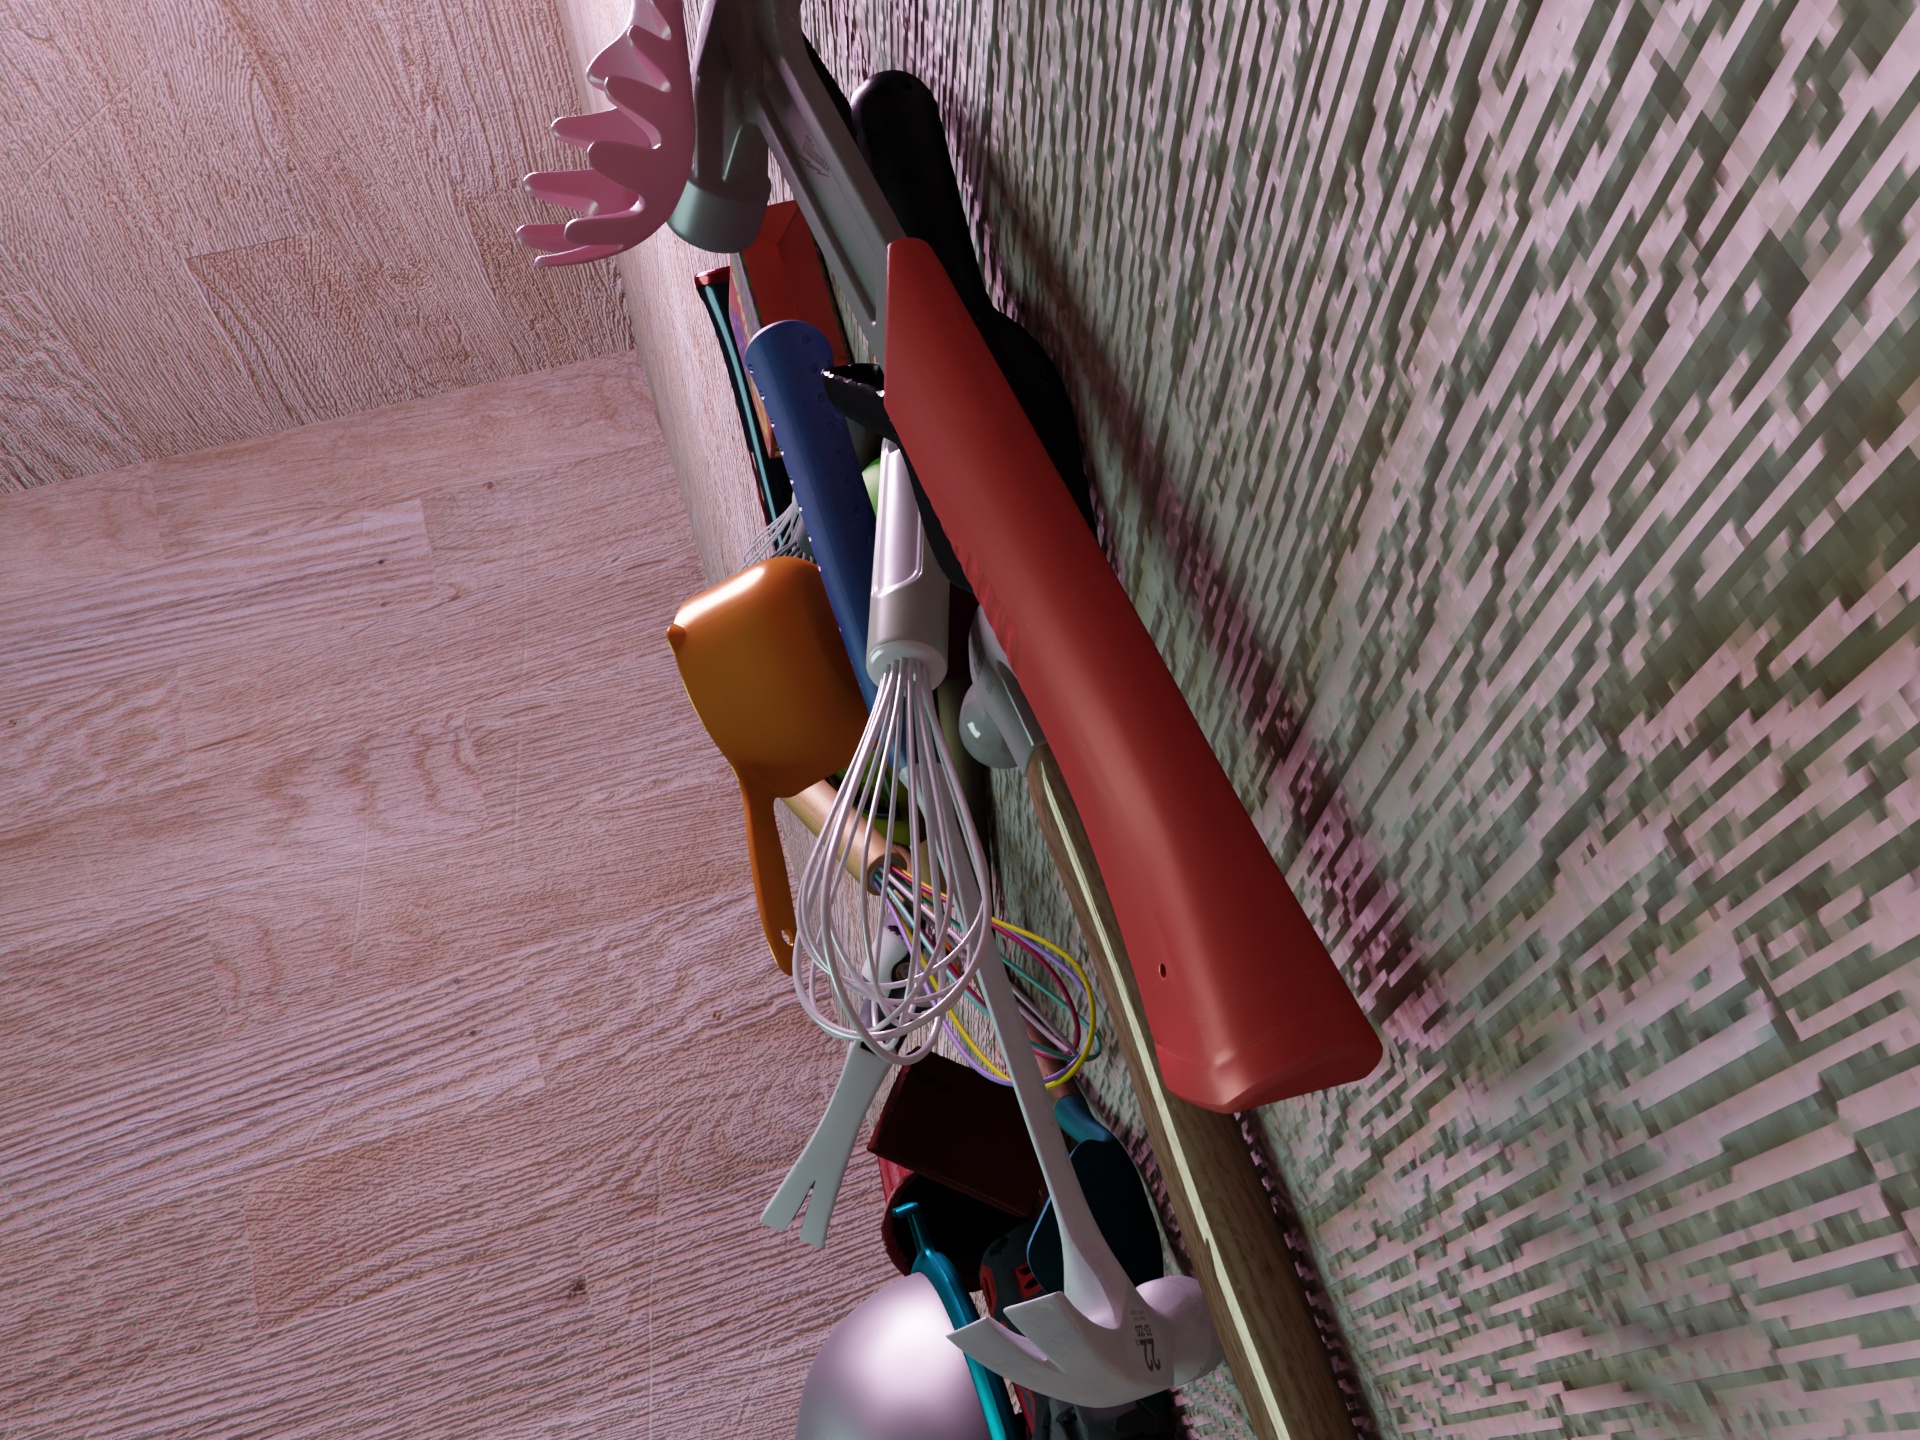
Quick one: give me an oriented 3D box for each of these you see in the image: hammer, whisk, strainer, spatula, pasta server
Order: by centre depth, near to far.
[{"bbox_3d":[0.003,-0.078,0.381,0.359,0.036,0.149,65,144,30],"label":"hammer"},{"bbox_3d":[0.065,0.111,0.442,0.130,0.031,0.331,98,154,-68],"label":"hammer"},{"bbox_3d":[-0.017,-0.010,0.476,0.059,0.058,0.247,48,-149,-40],"label":"whisk"},{"bbox_3d":[-0.097,-0.281,0.481,0.060,0.040,0.316,-16,70,53],"label":"pasta server"},{"bbox_3d":[-0.011,0.026,0.551,0.144,0.035,0.406,30,-143,-60],"label":"hammer"},{"bbox_3d":[-0.018,0.073,0.669,0.245,0.051,0.047,39,124,48],"label":"whisk"},{"bbox_3d":[0.030,0.160,0.675,0.082,0.044,0.318,52,179,-17],"label":"spatula"},{"bbox_3d":[-0.009,0.395,0.689,0.341,0.095,0.210,-122,24,-58],"label":"strainer"},{"bbox_3d":[-0.072,-0.089,0.796,0.239,0.055,0.055,125,130,-63],"label":"whisk"},{"bbox_3d":[-0.045,0.157,0.877,0.409,0.036,0.149,-70,3,-88],"label":"hammer"},{"bbox_3d":[-0.084,-0.111,0.879,0.284,0.070,0.070,127,127,-73],"label":"whisk"},{"bbox_3d":[-0.112,-0.111,1.077,0.143,0.038,0.386,-134,30,-68],"label":"hammer"}]

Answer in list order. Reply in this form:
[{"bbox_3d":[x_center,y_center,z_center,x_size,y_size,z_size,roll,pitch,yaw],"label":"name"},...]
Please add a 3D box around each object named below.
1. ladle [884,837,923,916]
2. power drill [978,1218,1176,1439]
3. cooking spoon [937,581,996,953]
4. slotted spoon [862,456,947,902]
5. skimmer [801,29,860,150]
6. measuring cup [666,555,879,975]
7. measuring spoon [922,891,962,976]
[{"bbox_3d":[-0.046,0.052,0.888,0.069,0.031,0.315,58,179,-15],"label":"ladle"},{"bbox_3d":[0.064,0.358,0.721,0.188,0.080,0.226,-116,17,-45],"label":"power drill"},{"bbox_3d":[-0.001,-0.002,0.671,0.069,0.017,0.318,-116,15,-47],"label":"cooking spoon"},{"bbox_3d":[-0.025,-0.001,0.792,0.070,0.031,0.313,56,163,38],"label":"slotted spoon"},{"bbox_3d":[-0.085,-0.329,0.601,0.363,0.090,0.127,60,163,19],"label":"skimmer"},{"bbox_3d":[-0.056,0.011,0.588,0.095,0.052,0.174,44,-156,-45],"label":"measuring cup"},{"bbox_3d":[-0.018,0.107,0.976,0.021,0.011,0.117,85,164,-70],"label":"measuring spoon"}]
